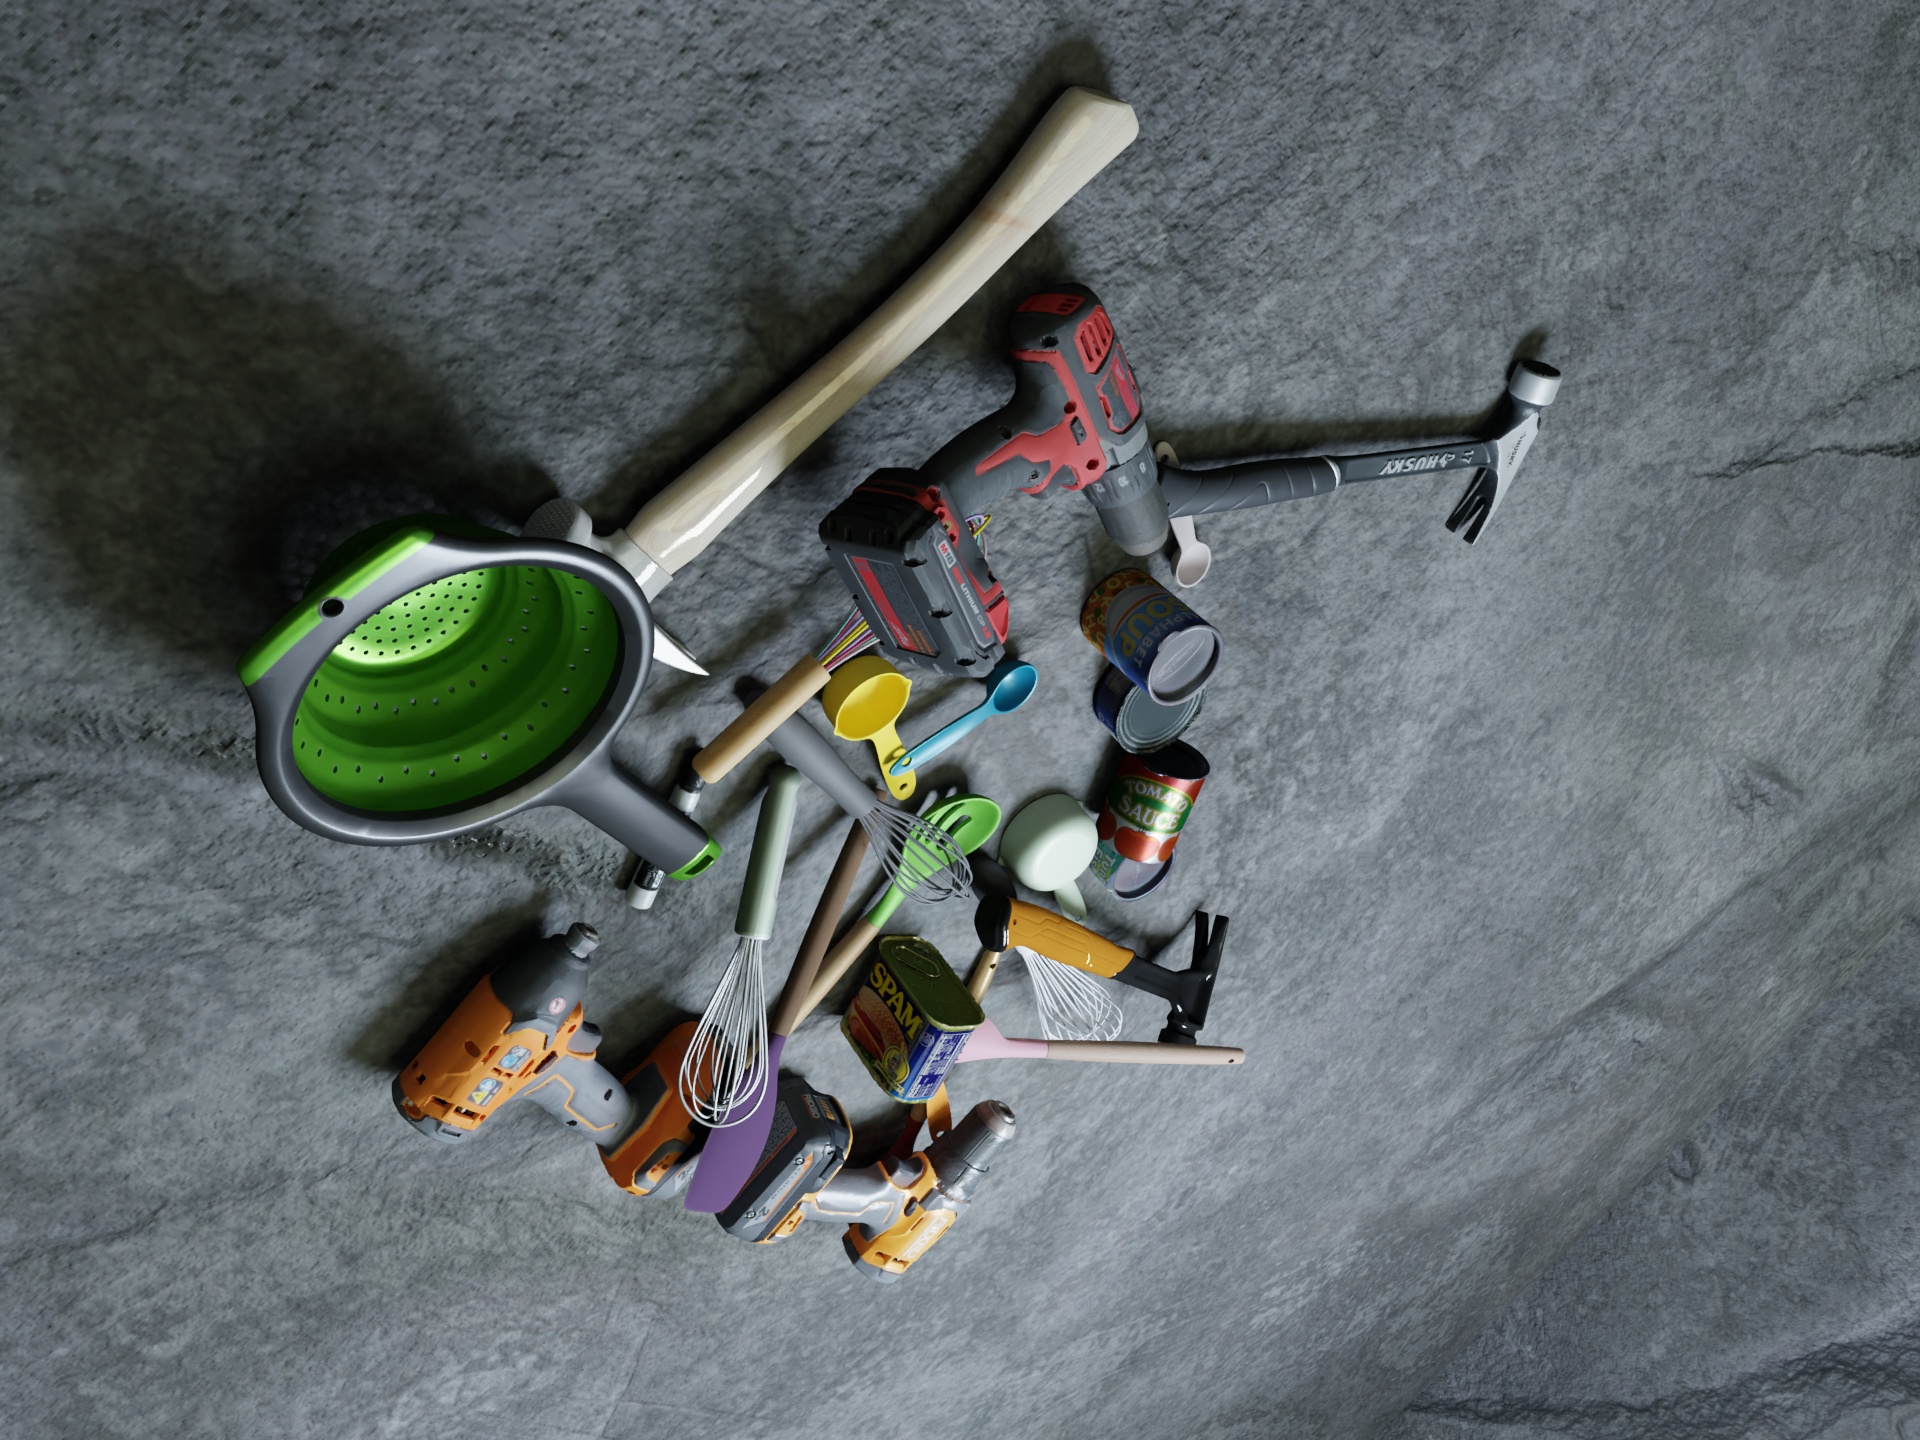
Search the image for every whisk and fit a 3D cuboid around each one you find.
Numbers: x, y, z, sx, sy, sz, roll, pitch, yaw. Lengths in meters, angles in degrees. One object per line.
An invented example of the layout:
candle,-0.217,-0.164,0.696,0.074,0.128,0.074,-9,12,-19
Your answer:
whisk,0.064,0.198,1.308,0.070,0.070,0.284,-37,133,-7
whisk,-0.072,-0.050,0.991,0.245,0.047,0.051,-43,130,-8
whisk,-0.067,0.054,1.074,0.055,0.055,0.238,-43,125,0
whisk,-0.139,0.150,1.059,0.059,0.058,0.246,12,90,-12

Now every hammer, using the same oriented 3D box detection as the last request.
hammer,-0.053,-0.198,0.904,0.410,0.038,0.146,-43,140,0
hammer,0.281,-0.180,1.169,0.409,0.036,0.149,-12,131,-32
hammer,0.120,0.186,1.303,0.336,0.034,0.127,28,76,-49

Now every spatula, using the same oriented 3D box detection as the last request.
spatula,-0.116,0.194,1.111,0.059,0.018,0.316,27,84,-51

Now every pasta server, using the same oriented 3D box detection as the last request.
pasta server,0.093,0.267,1.320,0.316,0.040,0.060,6,129,-20

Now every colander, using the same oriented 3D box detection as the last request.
colander,-0.244,-0.006,0.884,0.204,0.095,0.396,-39,151,-1

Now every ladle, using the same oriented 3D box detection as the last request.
ladle,-0.028,0.319,1.356,0.069,0.031,0.315,6,117,-35

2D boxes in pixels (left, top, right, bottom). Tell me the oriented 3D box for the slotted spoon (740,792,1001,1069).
slotted spoon,-0.083,0.168,1.190,0.313,0.031,0.070,-50,138,10

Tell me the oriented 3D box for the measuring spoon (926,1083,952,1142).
measuring spoon,-0.021,0.320,1.341,0.021,0.011,0.116,-13,128,-10

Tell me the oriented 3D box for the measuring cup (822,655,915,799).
measuring cup,-0.057,0.008,1.087,0.062,0.029,0.156,-35,150,-11

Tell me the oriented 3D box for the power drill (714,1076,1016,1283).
power drill,-0.072,0.363,1.296,0.185,0.084,0.226,-49,131,10

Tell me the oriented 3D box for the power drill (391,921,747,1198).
power drill,-0.244,0.230,1.077,0.164,0.084,0.226,-49,135,4

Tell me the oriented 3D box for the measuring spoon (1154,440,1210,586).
measuring spoon,0.151,-0.147,1.123,0.034,0.018,0.124,-38,132,-18

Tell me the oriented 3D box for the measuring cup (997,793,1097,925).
measuring cup,0.085,0.127,1.275,0.083,0.038,0.167,-34,136,-10

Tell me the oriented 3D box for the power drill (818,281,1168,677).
power drill,0.039,-0.126,0.955,0.227,0.080,0.187,-49,132,-24

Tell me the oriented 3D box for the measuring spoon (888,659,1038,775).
measuring spoon,-0.002,-0.004,1.110,0.128,0.021,0.042,-34,145,-14
